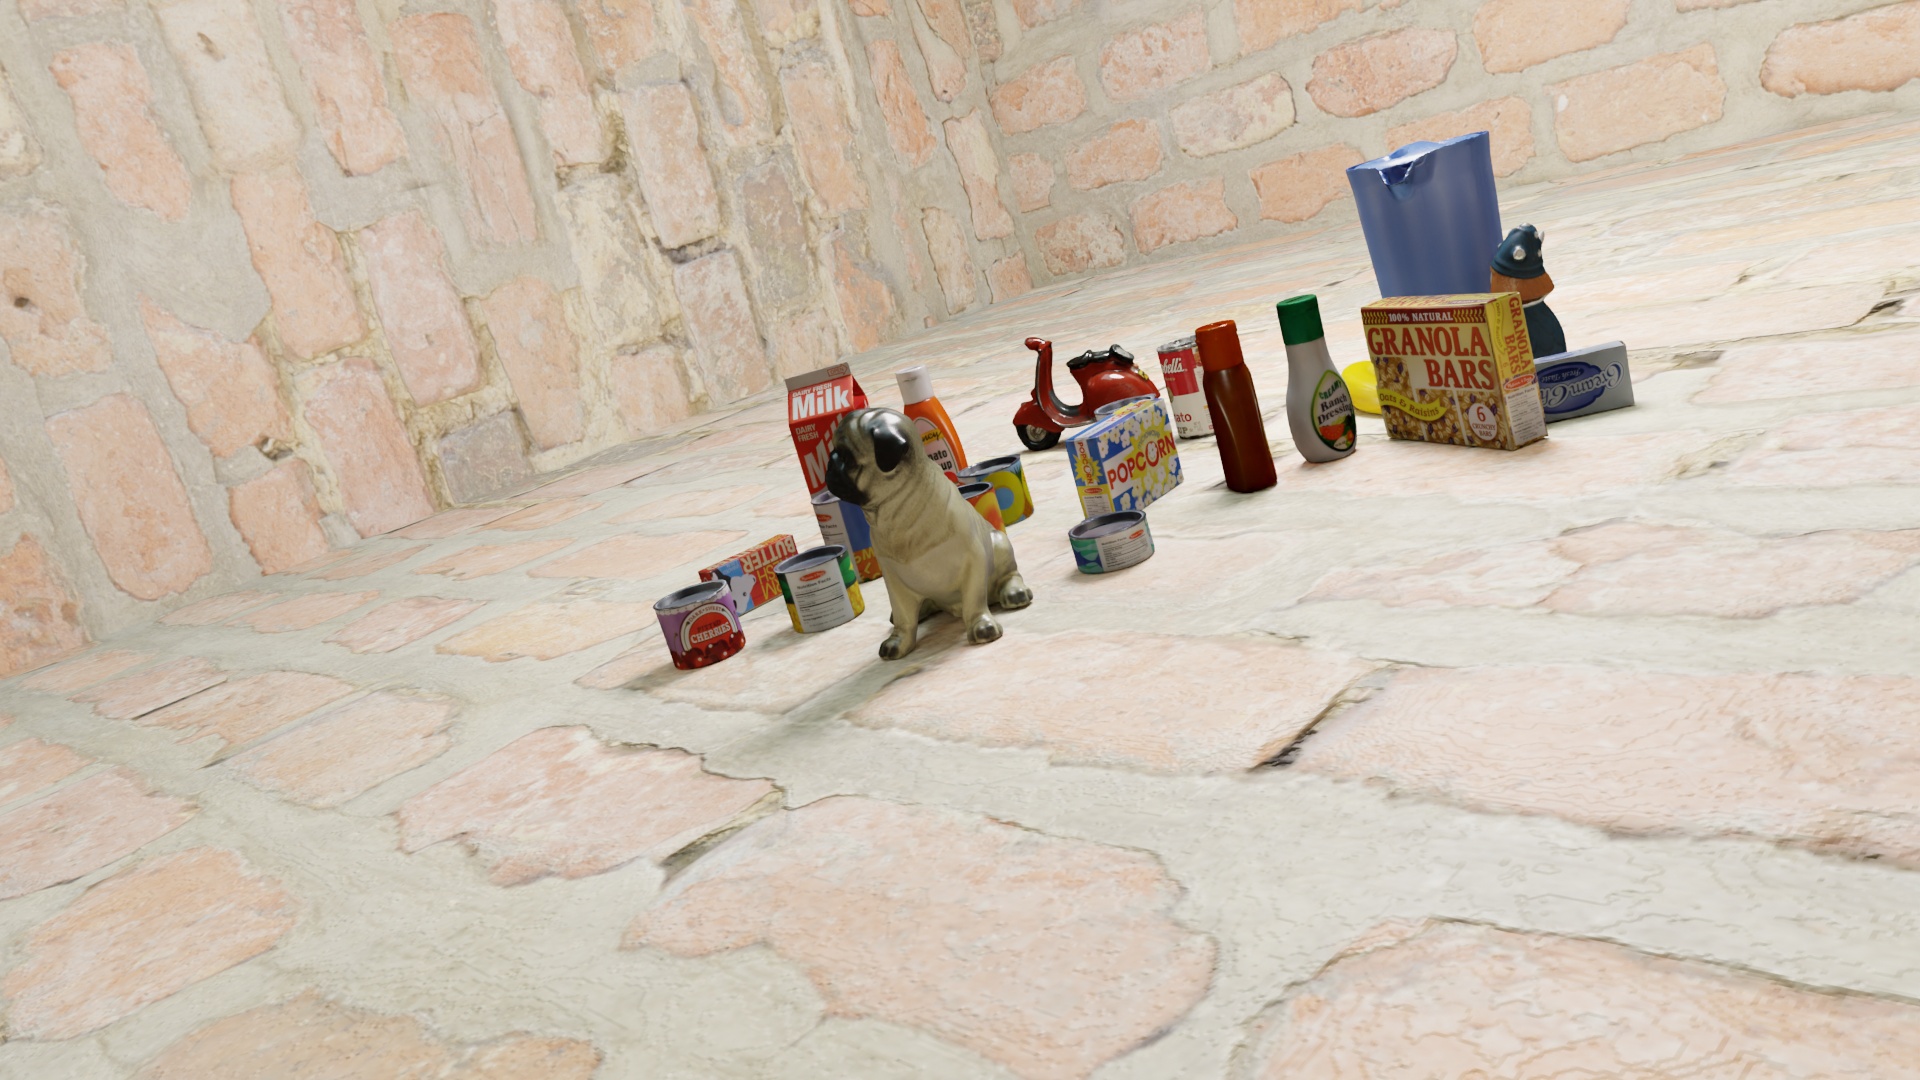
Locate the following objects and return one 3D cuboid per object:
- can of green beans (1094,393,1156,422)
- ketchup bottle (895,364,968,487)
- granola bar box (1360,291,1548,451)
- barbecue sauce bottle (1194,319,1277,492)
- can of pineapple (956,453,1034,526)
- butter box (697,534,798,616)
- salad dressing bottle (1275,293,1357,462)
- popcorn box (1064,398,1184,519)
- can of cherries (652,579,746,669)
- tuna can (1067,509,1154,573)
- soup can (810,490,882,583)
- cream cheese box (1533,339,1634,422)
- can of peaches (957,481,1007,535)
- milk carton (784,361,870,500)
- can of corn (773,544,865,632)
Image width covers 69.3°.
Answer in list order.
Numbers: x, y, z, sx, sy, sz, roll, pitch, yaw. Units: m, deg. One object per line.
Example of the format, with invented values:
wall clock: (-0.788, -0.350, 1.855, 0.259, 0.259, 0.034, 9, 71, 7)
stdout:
can of green beans: (0.183, -0.119, 1.492, 0.071, 0.057, 0.071, -16, 13, 4)
ketchup bottle: (-0.036, -0.125, 1.580, 0.064, 0.148, 0.044, -13, 13, 16)
granola bar box: (0.415, -0.145, 1.181, 0.039, 0.124, 0.165, -20, 14, -16)
barbecue sauce bottle: (0.242, -0.119, 1.229, 0.044, 0.148, 0.065, -17, 13, -1)
can of pineapple: (0.037, -0.048, 1.380, 0.071, 0.057, 0.071, -16, 13, 4)
butter box: (-0.199, 0.035, 1.335, 0.024, 0.053, 0.104, -2, 19, 47)
salad dressing bottle: (0.317, -0.145, 1.248, 0.064, 0.147, 0.044, -23, 15, -27)
popcorn box: (0.153, -0.073, 1.286, 0.038, 0.085, 0.127, -5, 17, 41)
can of cherries: (-0.225, 0.073, 1.202, 0.071, 0.058, 0.071, -16, 13, 4)
tuna can: (0.123, 0.001, 1.138, 0.071, 0.032, 0.071, -16, 13, 4)
soup can: (-0.097, -0.009, 1.324, 0.071, 0.083, 0.071, -16, 13, 4)
cream cheese box: (0.504, -0.129, 1.161, 0.104, 0.053, 0.024, -12, 14, 16)
can of peaches: (0.005, -0.016, 1.290, 0.071, 0.058, 0.071, -16, 13, 4)
milk carton: (-0.120, -0.083, 1.423, 0.072, 0.190, 0.074, -14, 13, 10)
can of corn: (-0.122, 0.041, 1.210, 0.071, 0.058, 0.071, -16, 13, 4)
